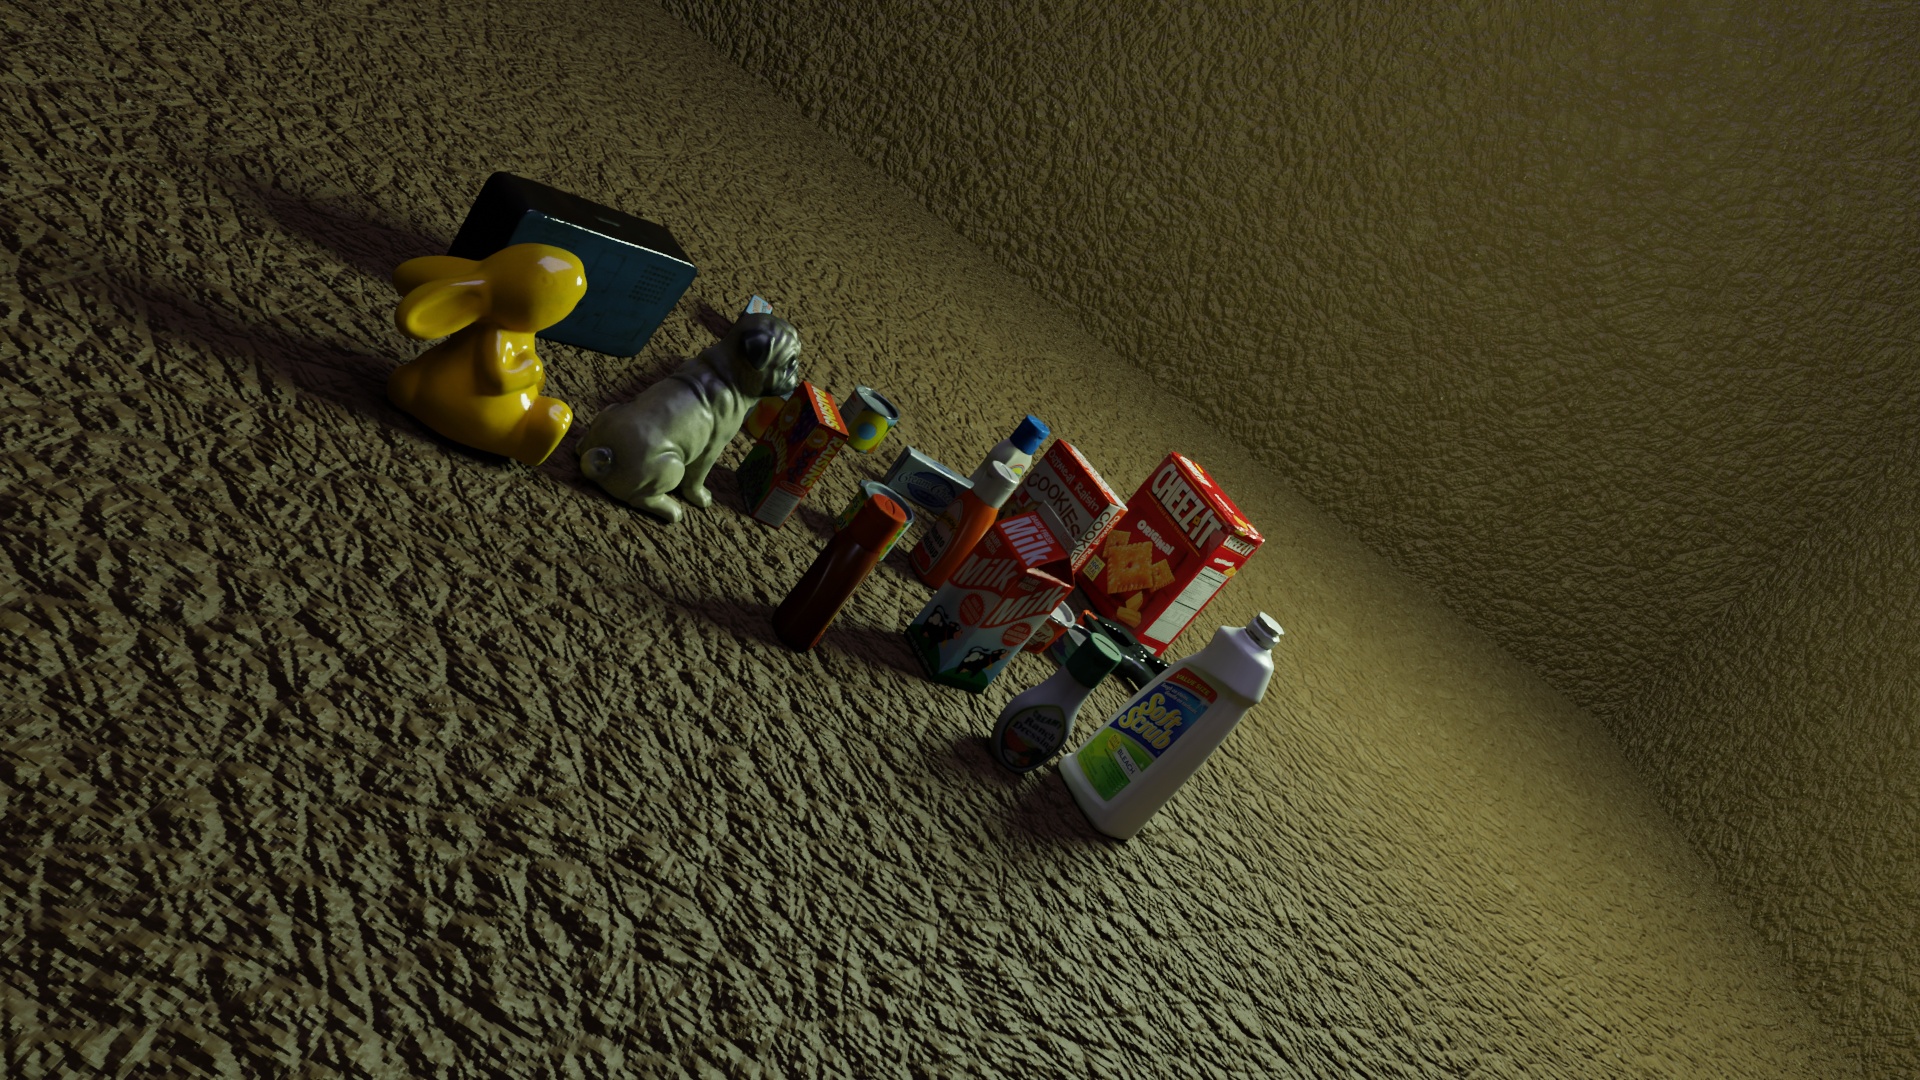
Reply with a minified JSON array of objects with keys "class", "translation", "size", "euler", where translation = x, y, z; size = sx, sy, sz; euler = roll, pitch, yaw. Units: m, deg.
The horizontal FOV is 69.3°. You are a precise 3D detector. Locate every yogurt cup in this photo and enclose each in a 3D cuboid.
[{"class":"yogurt cup","translation":[0.085,0.088,1.544],"size":[0.072,0.053,0.073],"euler":[34,20,-14]}]

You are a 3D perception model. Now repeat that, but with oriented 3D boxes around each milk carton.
[{"class":"milk carton","translation":[0.038,0.052,1.333],"size":[0.073,0.190,0.072],"euler":[21,26,-43]}]

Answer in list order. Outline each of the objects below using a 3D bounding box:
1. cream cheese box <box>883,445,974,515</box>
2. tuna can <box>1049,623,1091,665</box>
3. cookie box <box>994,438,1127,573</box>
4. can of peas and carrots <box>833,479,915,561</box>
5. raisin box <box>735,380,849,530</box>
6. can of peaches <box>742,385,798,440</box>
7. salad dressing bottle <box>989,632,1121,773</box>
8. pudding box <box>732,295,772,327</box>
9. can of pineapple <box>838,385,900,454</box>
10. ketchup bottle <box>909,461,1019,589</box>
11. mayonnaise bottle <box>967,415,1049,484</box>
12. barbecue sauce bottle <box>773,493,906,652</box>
[{"class":"cream cheese box","translation":[-0.037,-0.068,1.676],"size":[0.104,0.053,0.024],"euler":[29,21,-26]},{"class":"tuna can","translation":[0.137,0.129,1.580],"size":[0.071,0.032,0.071],"euler":[34,20,-14]},{"class":"cookie box","translation":[0.105,-0.018,1.647],"size":[0.040,0.167,0.123],"euler":[19,27,-46]},{"class":"can of peas and carrots","translation":[-0.093,-0.021,1.462],"size":[0.071,0.058,0.071],"euler":[34,19,-14]},{"class":"raisin box","translation":[-0.167,-0.084,1.372],"size":[0.040,0.123,0.086],"euler":[27,22,-33]},{"class":"can of peaches","translation":[-0.198,-0.138,1.536],"size":[0.071,0.058,0.071],"euler":[34,19,-14]},{"class":"salad dressing bottle","translation":[0.087,0.148,1.272],"size":[0.064,0.147,0.044],"euler":[36,19,-9]},{"class":"pudding box","translation":[-0.262,-0.270,1.728],"size":[0.030,0.049,0.084],"euler":[34,20,-15]},{"class":"can of pineapple","translation":[-0.116,-0.147,1.705],"size":[0.071,0.057,0.071],"euler":[34,19,-14]},{"class":"ketchup bottle","translation":[0.005,-0.019,1.497],"size":[0.043,0.148,0.065],"euler":[26,23,-35]},{"class":"mayonnaise bottle","translation":[0.053,-0.091,1.746],"size":[0.065,0.147,0.041],"euler":[11,34,-55]},{"class":"barbecue sauce bottle","translation":[-0.104,0.025,1.201],"size":[0.043,0.148,0.065],"euler":[33,20,-18]}]
